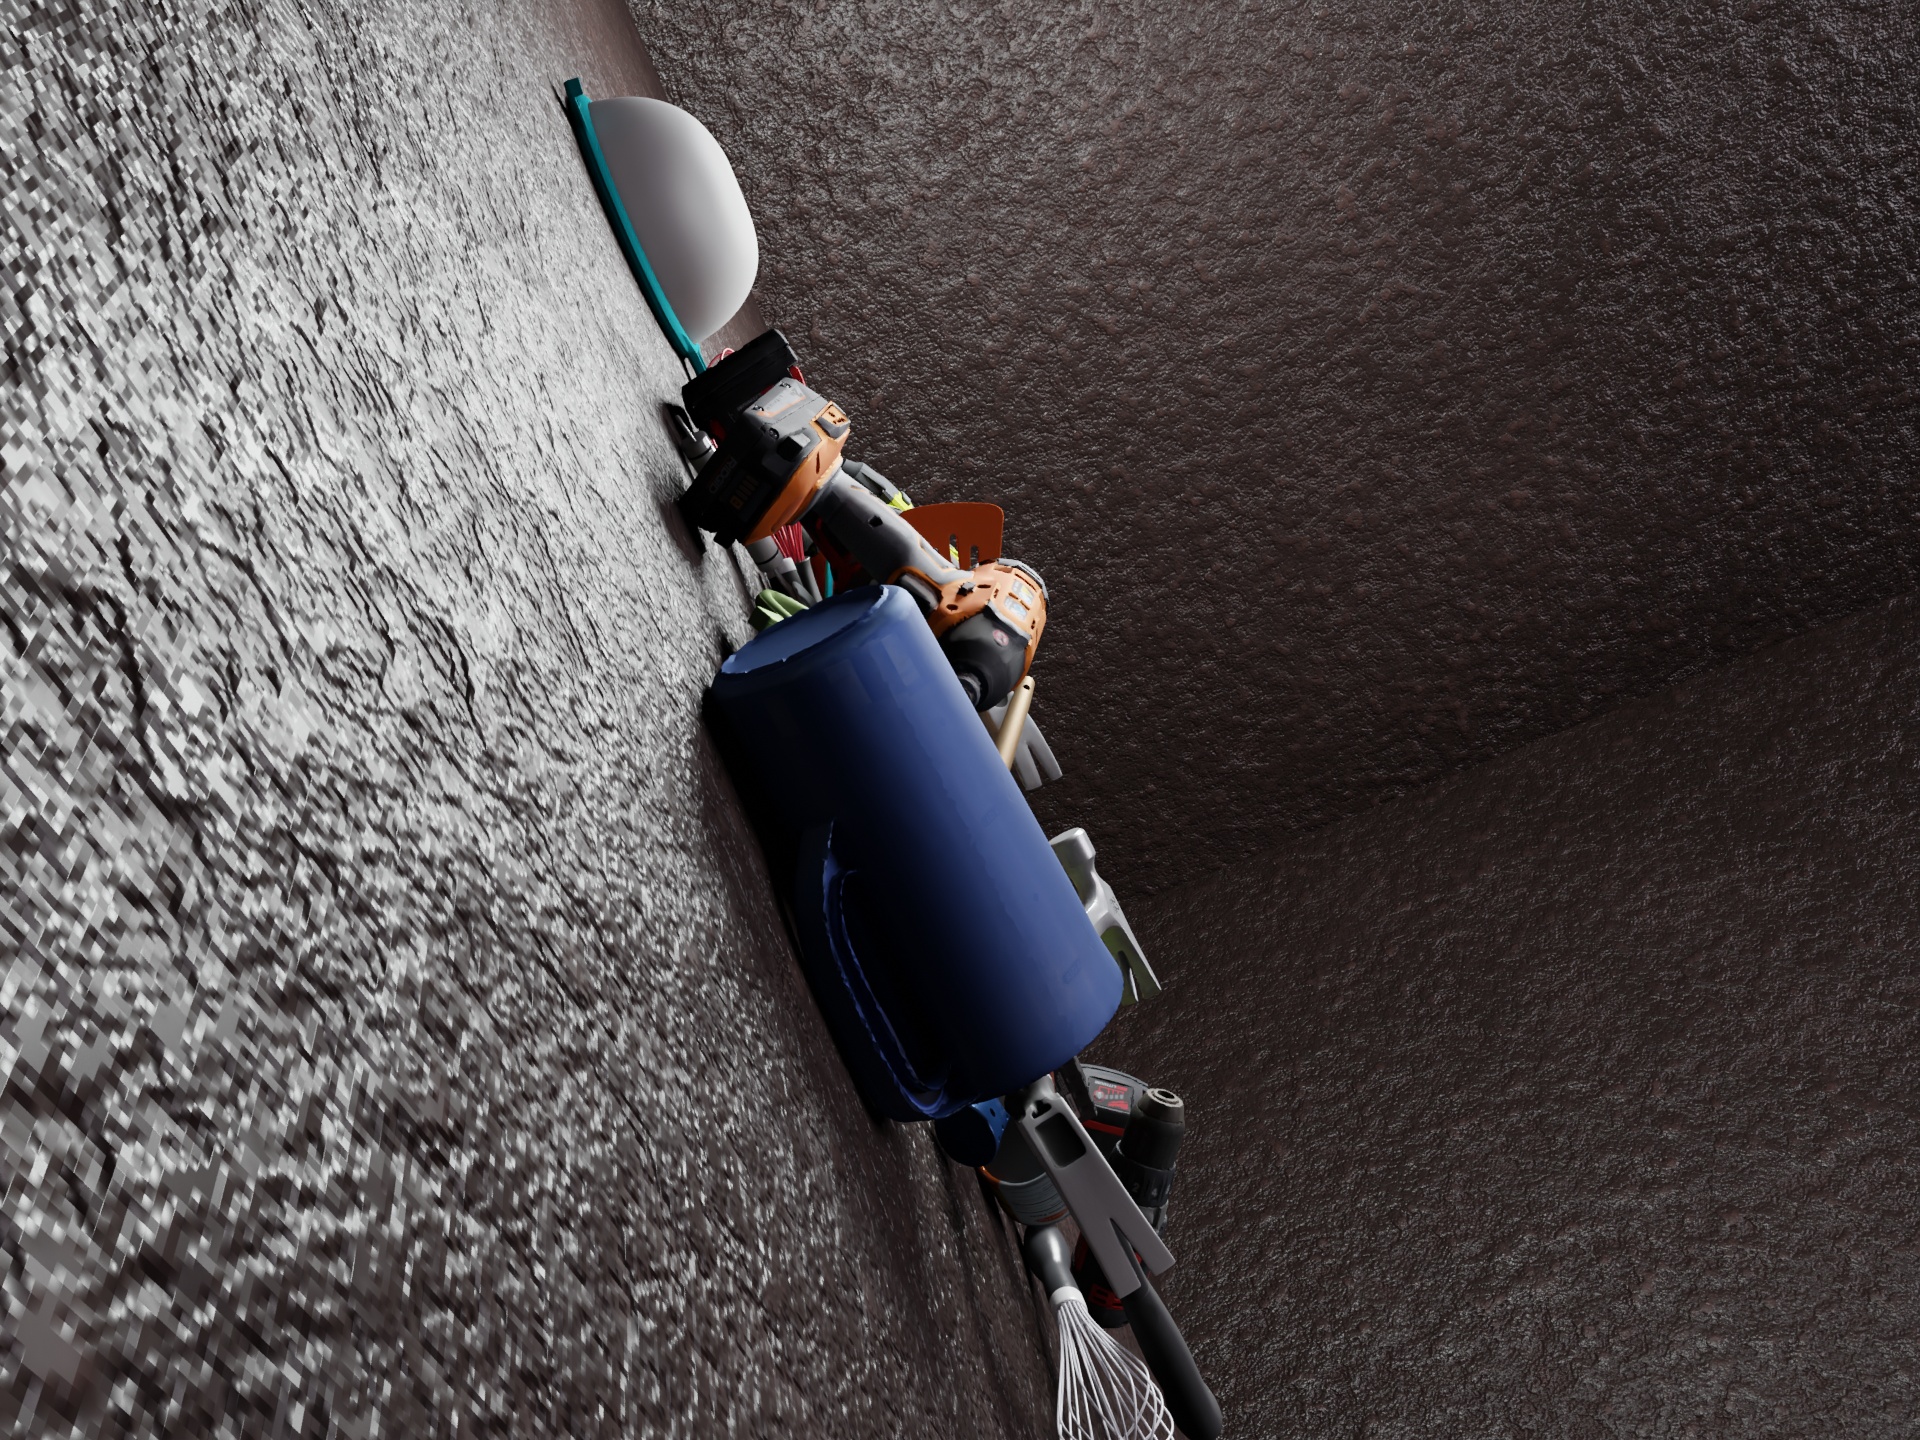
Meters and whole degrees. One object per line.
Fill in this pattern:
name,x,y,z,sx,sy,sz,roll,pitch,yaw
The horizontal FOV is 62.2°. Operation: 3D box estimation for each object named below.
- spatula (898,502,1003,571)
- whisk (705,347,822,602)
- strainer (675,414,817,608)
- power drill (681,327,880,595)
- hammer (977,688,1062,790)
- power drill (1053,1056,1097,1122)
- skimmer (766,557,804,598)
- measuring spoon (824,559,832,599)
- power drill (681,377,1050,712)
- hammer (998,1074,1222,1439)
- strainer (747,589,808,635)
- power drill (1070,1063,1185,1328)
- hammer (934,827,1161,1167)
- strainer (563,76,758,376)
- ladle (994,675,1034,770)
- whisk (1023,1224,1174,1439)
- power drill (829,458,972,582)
spatula,-0.002,-0.004,1.217,0.041,0.081,0.322,-125,-148,-65
whisk,-0.133,-0.141,1.220,0.073,0.073,0.295,-108,-178,-72
strainer,-0.129,-0.104,1.085,0.258,0.050,0.087,60,3,-37
power drill,-0.099,-0.151,1.098,0.219,0.078,0.143,56,-5,-7
hammer,0.027,0.110,1.396,0.143,0.038,0.386,57,-22,34
power drill,0.036,0.239,1.325,0.229,0.080,0.190,-115,-179,-52
skimmer,-0.040,0.039,1.188,0.127,0.090,0.363,-64,132,-88
measuring spoon,-0.099,-0.080,1.294,0.042,0.021,0.128,-4,94,-88
power drill,-0.050,-0.096,0.954,0.226,0.084,0.164,38,26,-8
hammer,0.107,0.344,0.943,0.146,0.035,0.334,50,-12,51
strainer,-0.076,-0.016,0.963,0.151,0.069,0.256,34,4,-12
power drill,0.125,0.357,1.297,0.227,0.080,0.188,-105,-149,-79
hammer,0.063,0.196,1.092,0.144,0.035,0.405,62,21,-4
strainer,-0.191,-0.340,1.248,0.211,0.095,0.340,-104,171,-82
ladle,0.019,0.067,1.132,0.062,0.078,0.320,-57,-171,44
whisk,0.073,0.383,0.987,0.285,0.070,0.070,-133,-160,-78
power drill,-0.052,-0.137,1.301,0.171,0.080,0.223,44,10,-20
